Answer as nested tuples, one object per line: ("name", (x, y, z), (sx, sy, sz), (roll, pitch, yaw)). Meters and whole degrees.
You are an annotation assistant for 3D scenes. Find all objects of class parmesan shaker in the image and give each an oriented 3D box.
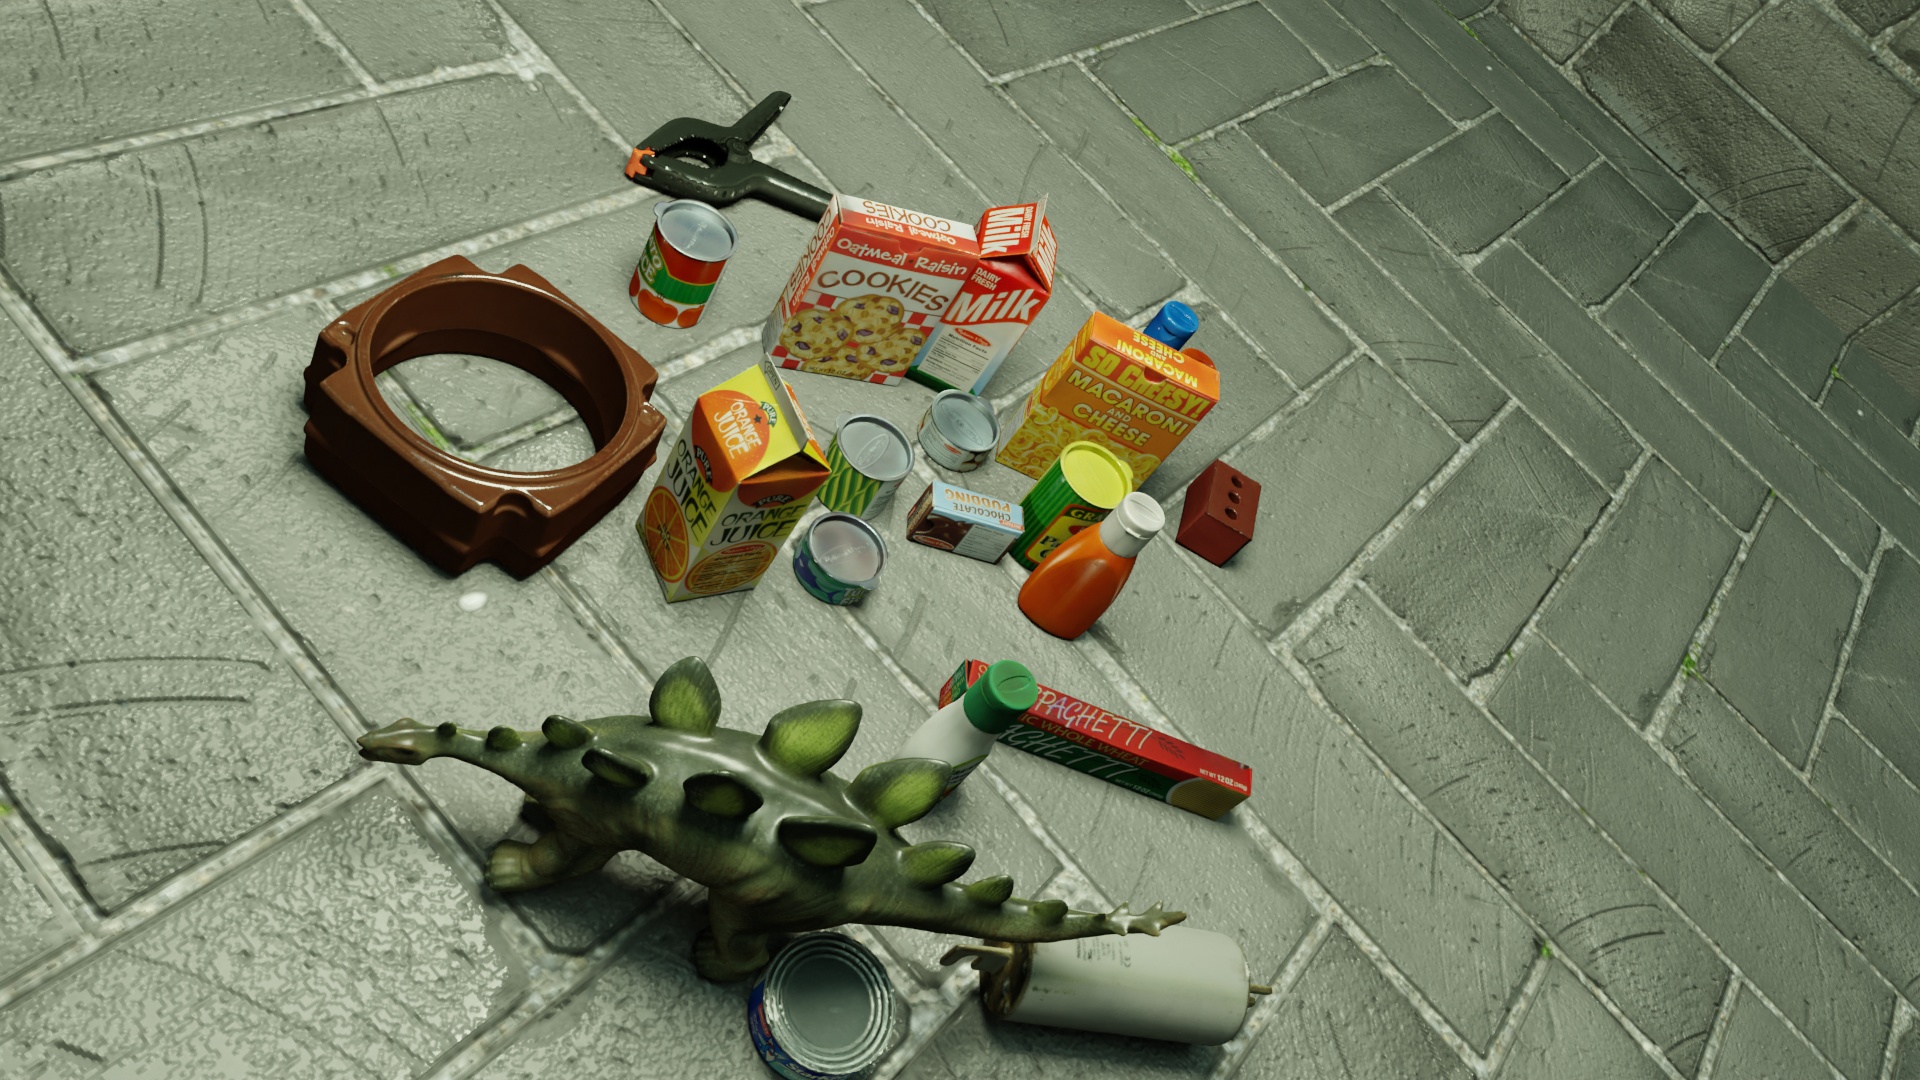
("parmesan shaker", (0.089, -0.025, 1.146), (0.071, 0.102, 0.072), (17, 49, -20))

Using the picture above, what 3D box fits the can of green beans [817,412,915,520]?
("can of green beans", (-0.078, -0.058, 1.100), (0.071, 0.057, 0.071), (17, 49, -20))

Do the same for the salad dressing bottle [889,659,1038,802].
("salad dressing bottle", (0.001, 0.131, 0.938), (0.064, 0.147, 0.044), (-11, 63, -38))

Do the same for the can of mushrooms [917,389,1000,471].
("can of mushrooms", (0.000, -0.095, 1.194), (0.071, 0.033, 0.071), (17, 49, -20))

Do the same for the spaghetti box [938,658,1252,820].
("spaghetti box", (0.103, 0.153, 1.053), (0.250, 0.050, 0.029), (22, 47, -16))

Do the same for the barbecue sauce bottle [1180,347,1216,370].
("barbecue sauce bottle", (0.170, -0.110, 1.231), (0.065, 0.147, 0.044), (15, 50, -22))

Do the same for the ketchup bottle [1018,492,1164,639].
("ketchup bottle", (0.105, 0.019, 1.090), (0.065, 0.148, 0.044), (32, 45, -7))

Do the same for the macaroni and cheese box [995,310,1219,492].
("macaroni and cheese box", (0.123, -0.104, 1.184), (0.124, 0.165, 0.040), (24, 47, -15))

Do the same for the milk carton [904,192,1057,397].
("milk carton", (0.024, -0.210, 1.189), (0.073, 0.189, 0.073), (24, 47, -15))

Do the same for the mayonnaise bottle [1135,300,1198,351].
("mayonnaise bottle", (0.160, -0.156, 1.261), (0.065, 0.147, 0.041), (40, 45, 1))

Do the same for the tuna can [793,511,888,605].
("tuna can", (-0.090, 0.016, 1.052), (0.071, 0.032, 0.071), (17, 49, -20))

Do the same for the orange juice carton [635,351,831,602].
("orange juice carton", (-0.151, -0.040, 0.945), (0.073, 0.191, 0.072), (-10, 62, -37))

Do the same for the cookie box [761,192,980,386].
("cookie box", (-0.075, -0.199, 1.134), (0.123, 0.166, 0.040), (7, 53, -28))

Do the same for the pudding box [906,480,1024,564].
("pudding box", (0.004, -0.014, 1.122), (0.084, 0.049, 0.030), (15, 50, -22))

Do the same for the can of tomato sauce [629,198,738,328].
("can of tomato sauce", (-0.226, -0.222, 1.118), (0.071, 0.082, 0.071), (17, 49, -20))
